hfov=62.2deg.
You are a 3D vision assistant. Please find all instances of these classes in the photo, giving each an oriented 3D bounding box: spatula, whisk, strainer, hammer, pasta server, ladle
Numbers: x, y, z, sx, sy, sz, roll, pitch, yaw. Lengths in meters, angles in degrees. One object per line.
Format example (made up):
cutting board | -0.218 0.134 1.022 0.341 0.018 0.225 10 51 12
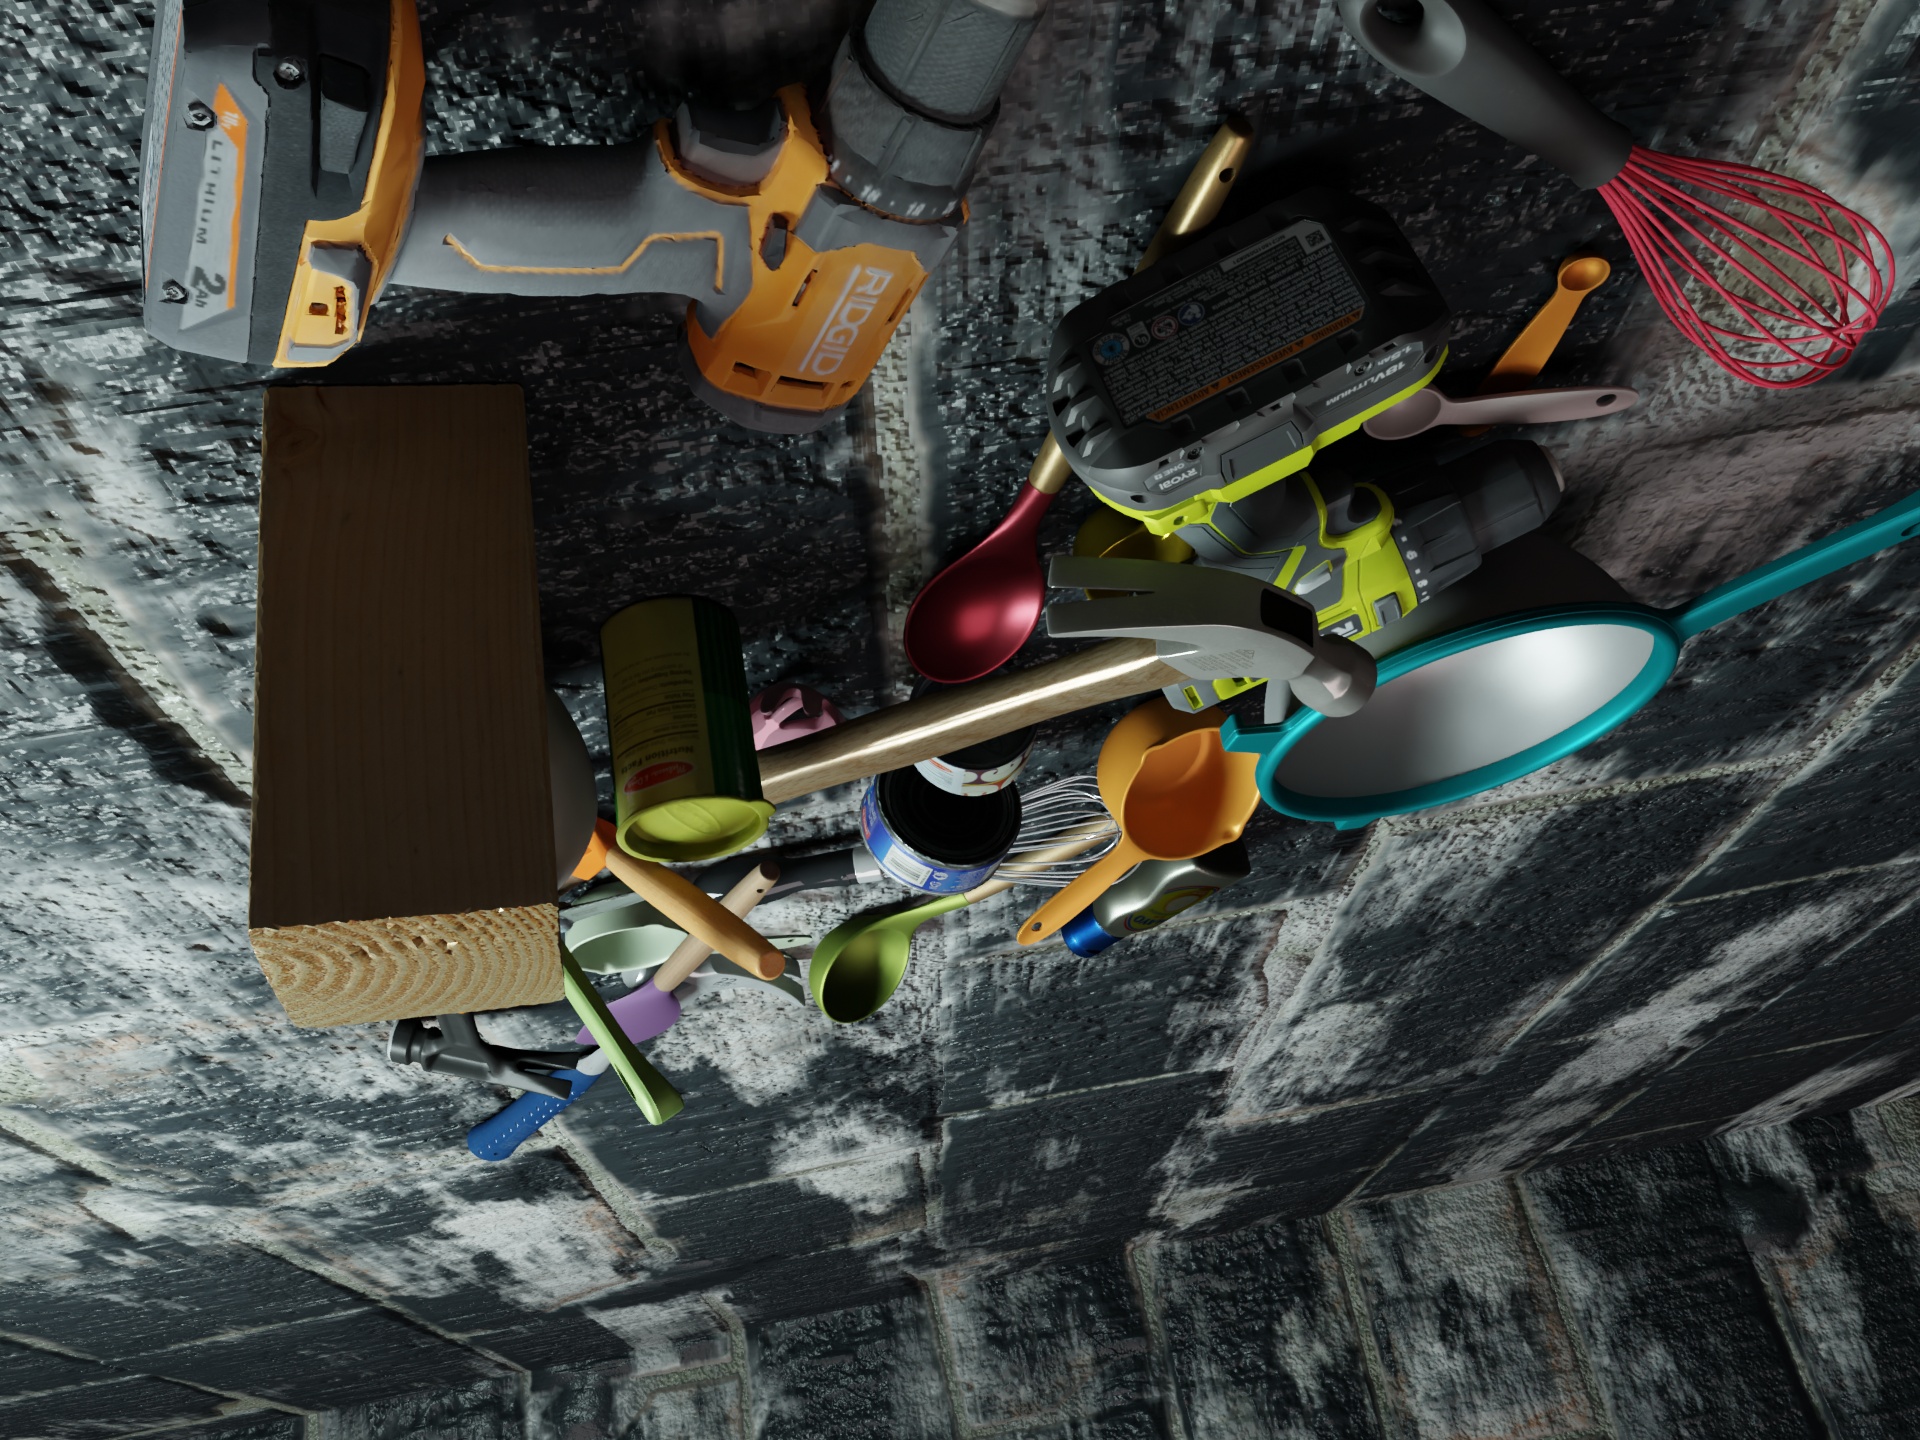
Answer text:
spatula | -0.174 0.154 0.989 0.059 0.018 0.315 7 149 -27
spatula | -0.157 0.079 0.751 0.081 0.041 0.323 32 172 -30
whisk | -0.024 0.081 0.963 0.284 0.070 0.070 -9 152 3
strainer | -0.171 0.053 0.676 0.069 0.257 0.151 -30 154 -24
strainer | 0.292 -0.061 0.779 0.340 0.095 0.210 -27 152 22
hammer | -0.271 0.260 1.211 0.144 0.035 0.405 11 144 -37
pasta server | -0.169 0.056 0.871 0.060 0.040 0.316 35 131 -28
ladle | 0.043 -0.114 0.650 0.069 0.031 0.315 -4 150 -24
hammer | -0.306 0.161 0.965 0.127 0.034 0.336 13 151 -3
ladle | 0.029 0.114 1.040 0.320 0.062 0.078 -29 148 25
whisk | 0.237 -0.190 0.558 0.295 0.073 0.073 17 141 -32
hammer | -0.001 -0.002 0.681 0.331 0.031 0.130 -17 151 40

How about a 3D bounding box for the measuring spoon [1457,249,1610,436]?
measuring spoon | 0.237 -0.157 0.668 0.021 0.011 0.116 3 154 -8

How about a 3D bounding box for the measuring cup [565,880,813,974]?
measuring cup | -0.170 0.128 1.007 0.167 0.038 0.083 4 150 -36

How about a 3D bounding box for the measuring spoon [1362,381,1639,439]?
measuring spoon | 0.230 -0.139 0.680 0.124 0.018 0.034 -4 152 -8

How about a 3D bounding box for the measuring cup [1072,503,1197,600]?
measuring cup | 0.087 -0.109 0.684 0.062 0.029 0.156 -9 144 -19

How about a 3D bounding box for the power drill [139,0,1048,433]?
power drill | -0.096 -0.165 0.445 0.226 0.084 0.185 1 149 -32

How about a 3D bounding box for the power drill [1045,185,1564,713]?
power drill | 0.141 -0.098 0.629 0.190 0.080 0.228 -25 151 10

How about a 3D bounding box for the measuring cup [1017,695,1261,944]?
measuring cup | 0.090 0.057 0.900 0.173 0.052 0.095 -42 126 10
